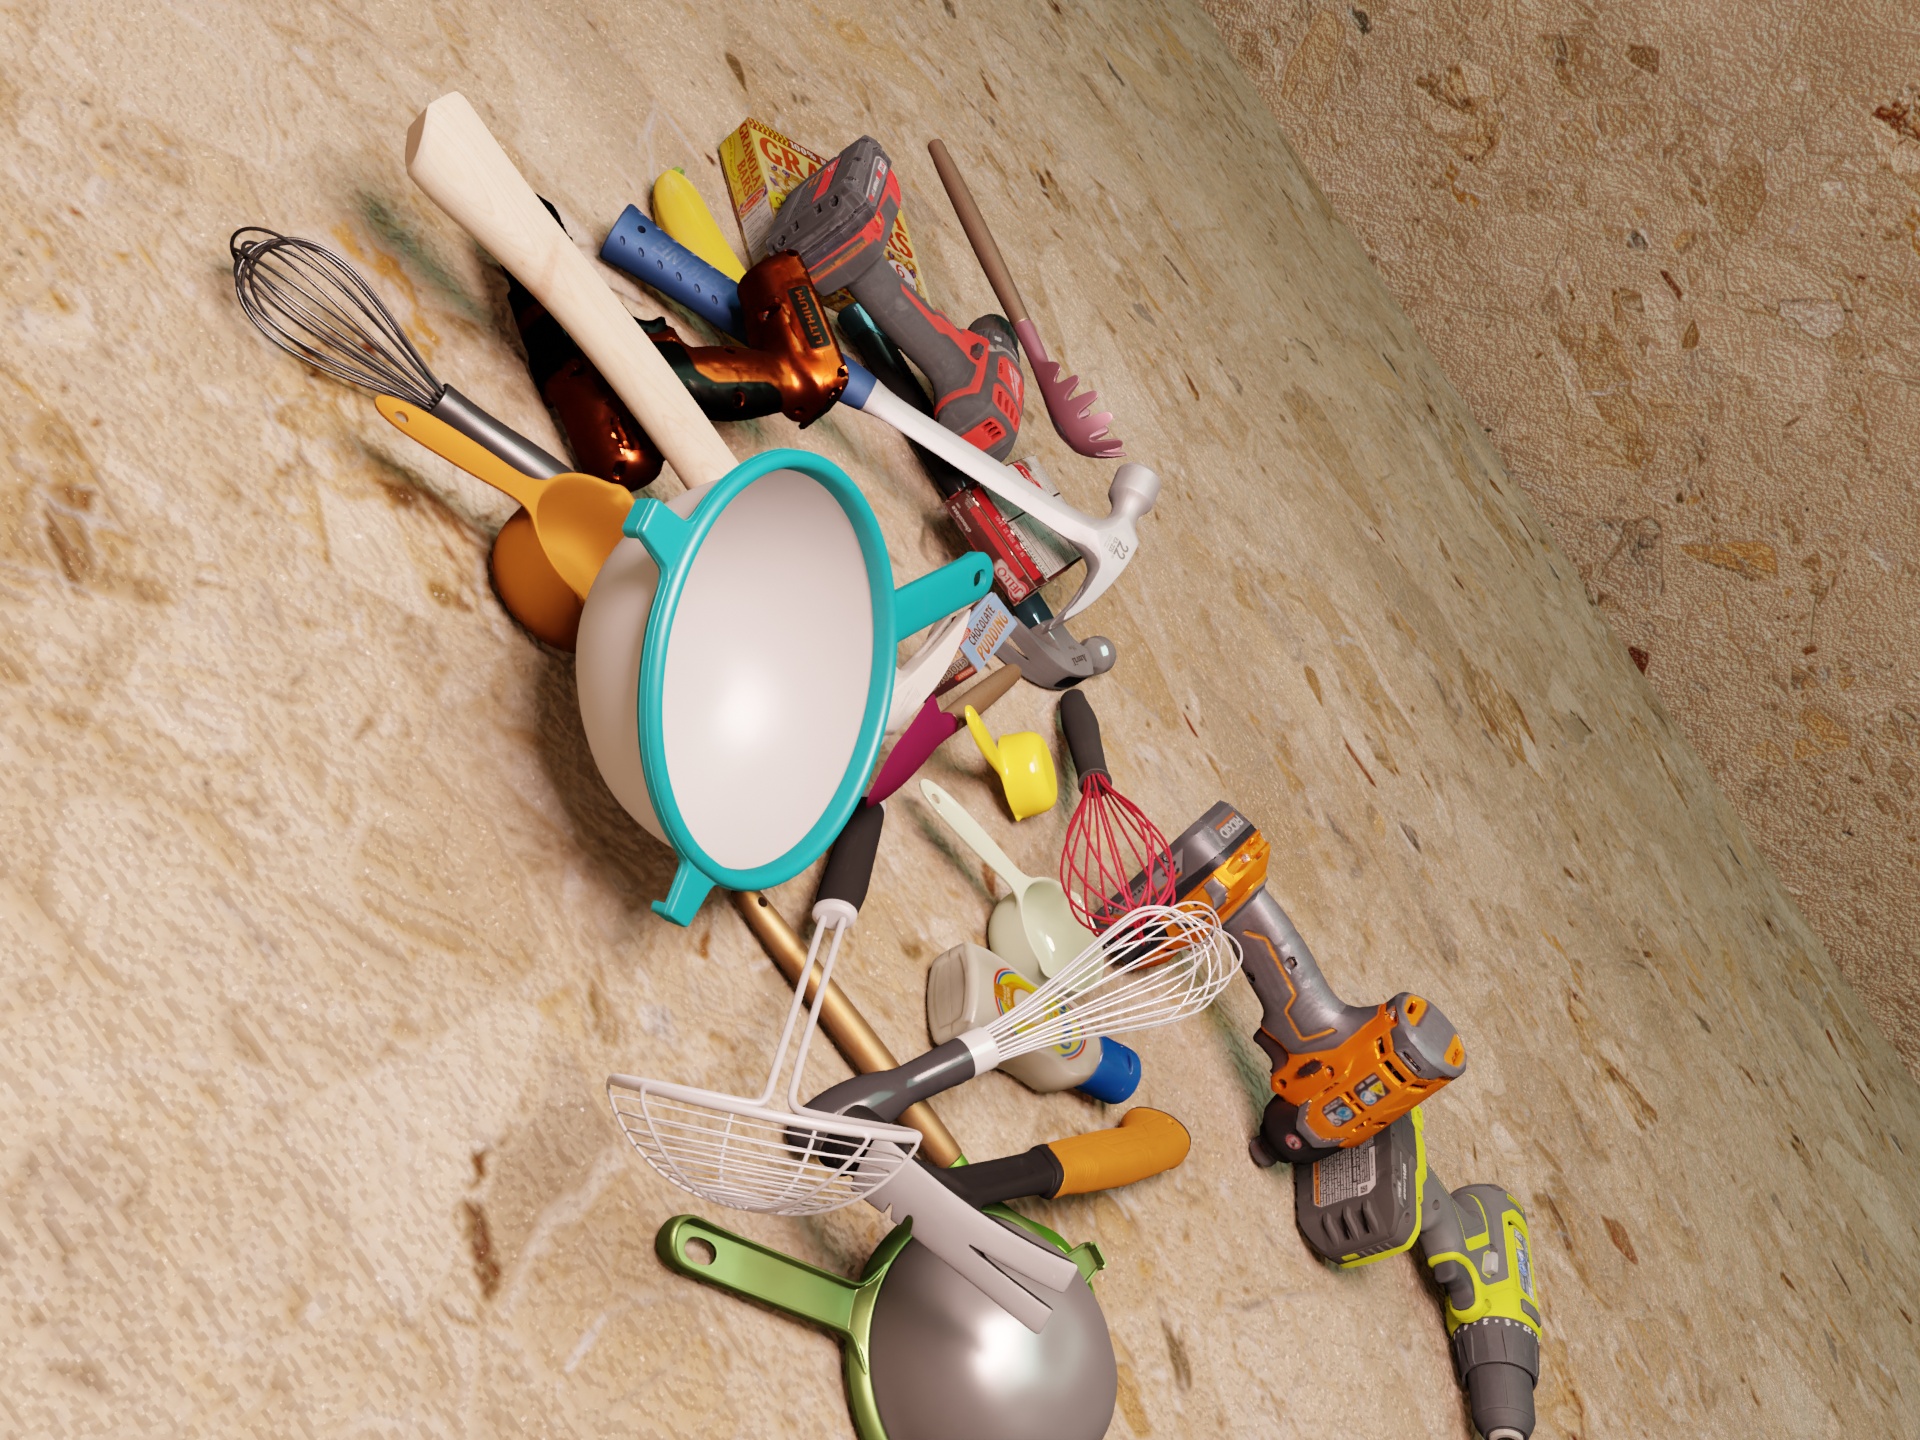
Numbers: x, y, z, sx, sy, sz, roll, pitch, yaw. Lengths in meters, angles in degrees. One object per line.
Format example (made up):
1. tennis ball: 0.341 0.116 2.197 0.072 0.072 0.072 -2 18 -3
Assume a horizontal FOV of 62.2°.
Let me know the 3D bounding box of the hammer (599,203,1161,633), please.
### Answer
1. hammer: -0.054 -0.207 1.058 0.405 0.035 0.144 31 65 -14

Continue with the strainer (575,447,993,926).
1. strainer: -0.092 -0.047 0.829 0.340 0.095 0.211 -33 127 -58

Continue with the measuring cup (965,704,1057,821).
1. measuring cup: 0.034 0.019 1.008 0.156 0.029 0.062 53 27 -66

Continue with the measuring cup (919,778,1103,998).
1. measuring cup: 0.021 0.105 0.970 0.167 0.038 0.083 48 33 -10

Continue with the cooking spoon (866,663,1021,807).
1. cooking spoon: -0.002 -0.003 0.986 0.017 0.068 0.319 30 17 7

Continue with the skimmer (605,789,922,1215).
1. skimmer: -0.066 0.102 0.755 0.127 0.090 0.363 10 26 1

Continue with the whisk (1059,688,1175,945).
1. whisk: 0.091 0.052 1.050 0.073 0.073 0.296 43 18 -22

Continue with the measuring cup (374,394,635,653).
1. measuring cup: -0.227 -0.098 0.800 0.173 0.052 0.095 34 38 -29

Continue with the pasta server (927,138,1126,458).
1. pasta server: 0.044 -0.327 1.217 0.060 0.040 0.316 49 16 -70

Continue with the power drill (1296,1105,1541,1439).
1. power drill: 0.332 0.376 1.116 0.228 0.080 0.191 46 33 -22

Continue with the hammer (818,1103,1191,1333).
1. hammer: 0.060 0.236 0.825 0.127 0.034 0.336 30 5 27

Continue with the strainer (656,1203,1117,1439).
1. strainer: -0.015 0.272 0.723 0.256 0.069 0.152 32 50 -26

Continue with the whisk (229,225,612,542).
1. whisk: -0.265 -0.164 0.813 0.238 0.055 0.055 38 36 -33

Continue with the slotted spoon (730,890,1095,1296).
1. slotted spoon: -0.021 0.211 0.829 0.314 0.031 0.070 53 37 -3

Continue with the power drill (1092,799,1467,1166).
1. power drill: 0.195 0.184 1.047 0.226 0.164 0.084 48 31 9

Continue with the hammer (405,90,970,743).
1. hammer: -0.146 -0.161 0.878 0.410 0.038 0.146 54 54 -20

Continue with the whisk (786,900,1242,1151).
1. whisk: 0.035 0.162 0.834 0.284 0.070 0.070 -20 77 -30

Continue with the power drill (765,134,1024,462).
1. power drill: -0.030 -0.307 1.163 0.226 0.080 0.188 47 29 -27

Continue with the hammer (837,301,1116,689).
1. hammer: 0.003 -0.170 1.193 0.331 0.033 0.128 60 31 6
